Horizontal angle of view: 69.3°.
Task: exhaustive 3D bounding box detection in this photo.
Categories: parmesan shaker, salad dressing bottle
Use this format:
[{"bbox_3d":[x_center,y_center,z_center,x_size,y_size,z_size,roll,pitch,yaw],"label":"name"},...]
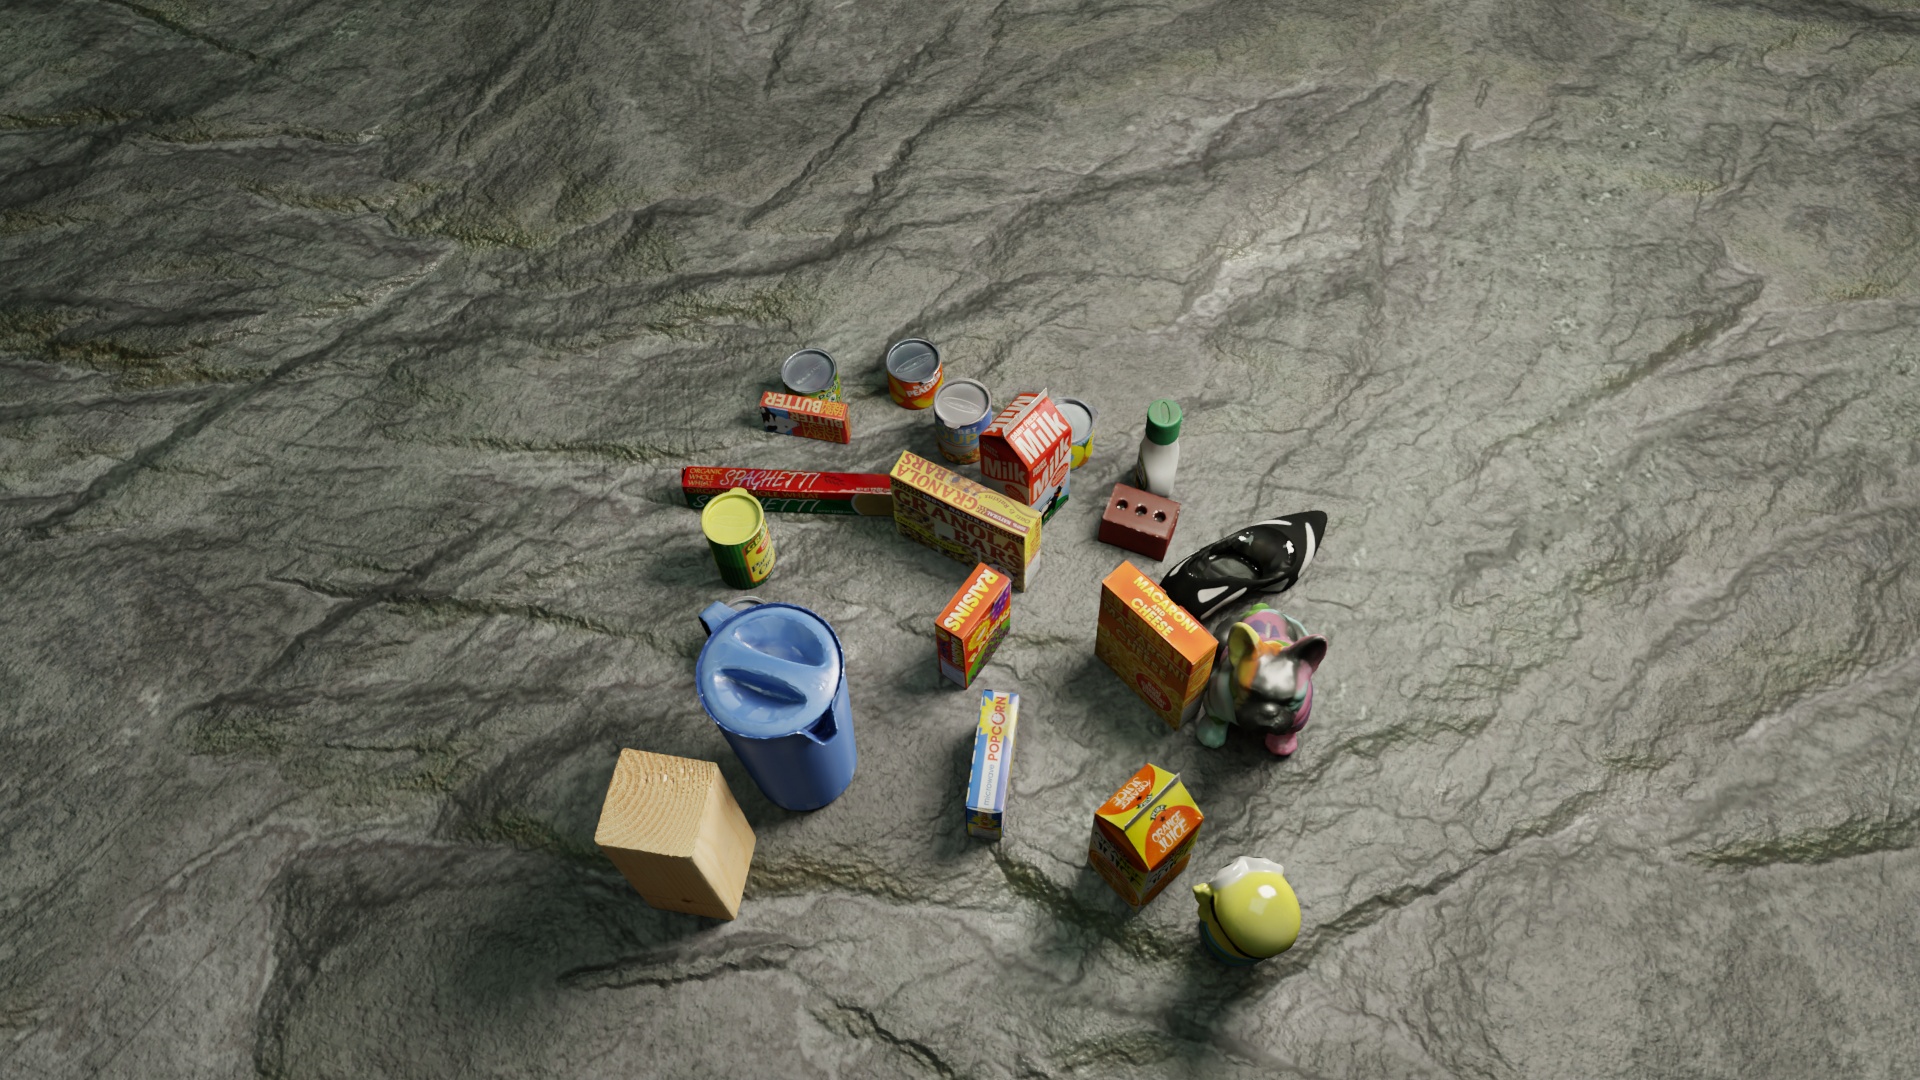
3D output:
[{"bbox_3d":[-0.239,-0.001,1.513,0.071,0.102,0.071,-1,60,2],"label":"parmesan shaker"},{"bbox_3d":[0.219,-0.099,1.528,0.044,0.147,0.064,-2,60,1],"label":"salad dressing bottle"}]

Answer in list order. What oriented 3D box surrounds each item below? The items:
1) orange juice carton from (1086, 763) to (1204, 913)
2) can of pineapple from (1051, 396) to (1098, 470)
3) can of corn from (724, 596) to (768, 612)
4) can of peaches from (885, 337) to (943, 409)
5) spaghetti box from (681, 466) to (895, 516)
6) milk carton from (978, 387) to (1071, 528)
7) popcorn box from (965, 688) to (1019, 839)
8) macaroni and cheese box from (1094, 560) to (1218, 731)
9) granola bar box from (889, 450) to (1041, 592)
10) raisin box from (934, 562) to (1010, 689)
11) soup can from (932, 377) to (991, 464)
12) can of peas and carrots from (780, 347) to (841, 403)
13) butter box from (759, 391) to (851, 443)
[{"bbox_3d":[0.170,0.272,1.286,0.072,0.191,0.073,-38,65,-18],"label":"orange juice carton"},{"bbox_3d":[0.123,-0.122,1.597,0.071,0.057,0.071,-1,60,2],"label":"can of pineapple"},{"bbox_3d":[-0.223,0.103,1.477,0.071,0.058,0.071,-1,60,2],"label":"can of corn"},{"bbox_3d":[-0.053,-0.196,1.647,0.071,0.057,0.071,-1,60,2],"label":"can of peaches"},{"bbox_3d":[-0.190,-0.055,1.574,0.250,0.050,0.029,2,60,3],"label":"spaghetti box"},{"bbox_3d":[0.070,-0.089,1.503,0.073,0.189,0.072,36,68,21],"label":"milk carton"},{"bbox_3d":[0.032,0.223,1.382,0.038,0.084,0.127,6,60,6],"label":"popcorn box"},{"bbox_3d":[0.193,0.107,1.397,0.040,0.165,0.124,-38,66,-18],"label":"macaroni and cheese box"},{"bbox_3d":[0.005,-0.019,1.502,0.166,0.123,0.039,25,64,16],"label":"granola bar box"},{"bbox_3d":[0.014,0.090,1.439,0.040,0.122,0.086,31,66,18],"label":"raisin box"},{"bbox_3d":[0.002,-0.134,1.594,0.071,0.083,0.071,-1,60,2],"label":"soup can"},{"bbox_3d":[-0.174,-0.184,1.643,0.071,0.058,0.071,-1,60,2],"label":"can of peas and carrots"},{"bbox_3d":[-0.180,-0.143,1.623,0.103,0.053,0.024,9,61,8],"label":"butter box"}]
